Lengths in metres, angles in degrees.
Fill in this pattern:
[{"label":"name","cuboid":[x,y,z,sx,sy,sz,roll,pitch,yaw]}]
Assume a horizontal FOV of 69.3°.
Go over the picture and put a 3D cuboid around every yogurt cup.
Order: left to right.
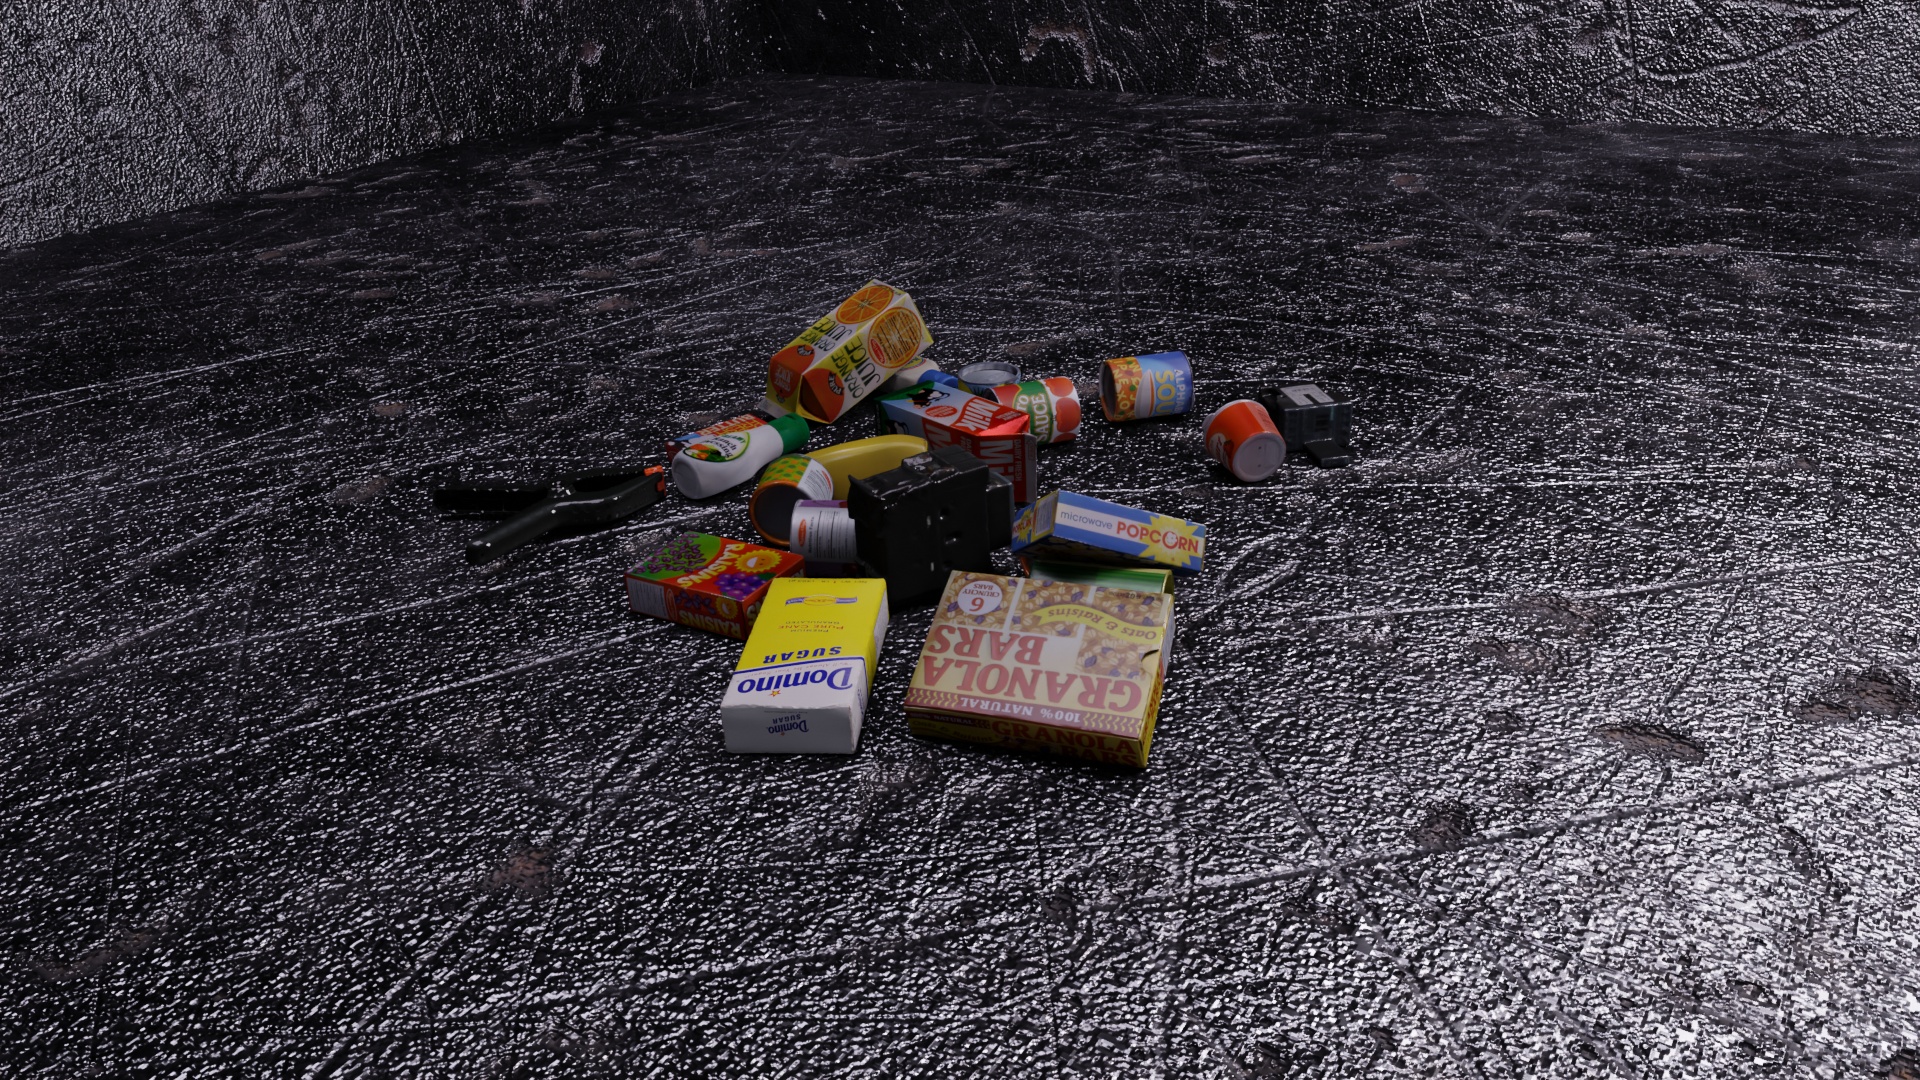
[{"label":"yogurt cup","cuboid":[0.270,-0.091,1.309,0.072,0.072,0.054,-10,35,-12]}]

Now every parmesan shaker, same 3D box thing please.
[{"label":"parmesan shaker","cuboid":[0.105,0.052,1.047,0.103,0.071,0.072,5,28,17]}]

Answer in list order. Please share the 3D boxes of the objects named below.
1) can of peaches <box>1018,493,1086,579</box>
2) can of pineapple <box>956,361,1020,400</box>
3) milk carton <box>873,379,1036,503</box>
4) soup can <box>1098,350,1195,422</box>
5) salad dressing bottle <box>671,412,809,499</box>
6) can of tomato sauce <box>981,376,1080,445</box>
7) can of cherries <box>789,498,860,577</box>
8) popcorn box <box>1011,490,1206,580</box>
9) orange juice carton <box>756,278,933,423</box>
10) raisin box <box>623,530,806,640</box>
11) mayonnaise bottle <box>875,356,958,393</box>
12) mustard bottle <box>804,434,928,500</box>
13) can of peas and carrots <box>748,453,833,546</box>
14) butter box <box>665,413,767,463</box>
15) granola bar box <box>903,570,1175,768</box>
[{"label":"can of peaches","cuboid":[0.084,0.003,1.136,0.058,0.071,0.071,-15,29,-21]},{"label":"can of pineapple","cuboid":[0.031,-0.148,1.451,0.071,0.057,0.071,-3,27,2]},{"label":"milk carton","cuboid":[0.006,-0.092,1.327,0.074,0.072,0.191,-24,34,-35]},{"label":"soup can","cuboid":[0.194,-0.159,1.446,0.084,0.071,0.071,-8,27,-9]},{"label":"salad dressing bottle","cuboid":[-0.214,-0.087,1.373,0.064,0.043,0.148,23,37,34]},{"label":"can of tomato sauce","cuboid":[0.071,-0.127,1.395,0.083,0.071,0.071,-11,28,-16]},{"label":"can of cherries","cuboid":[-0.108,-0.002,1.173,0.058,0.071,0.072,0,27,7]},{"label":"popcorn box","cuboid":[0.112,0.000,1.063,0.127,0.038,0.085,13,-15,-16]},{"label":"orange juice carton","cuboid":[-0.132,-0.194,1.505,0.193,0.072,0.072,-40,39,-15]},{"label":"raisin box","cuboid":[-0.199,0.036,1.137,0.123,0.040,0.086,11,29,28]},{"label":"mayonnaise bottle","cuboid":[-0.057,-0.182,1.544,0.065,0.041,0.148,-28,35,-30]},{"label":"mustard bottle","cuboid":[-0.107,-0.061,1.290,0.160,0.065,0.049,-5,14,3]},{"label":"can of peas and carrots","cuboid":[-0.153,-0.035,1.243,0.071,0.070,0.059,0,27,7]},{"label":"butter box","cuboid":[-0.244,-0.099,1.421,0.104,0.024,0.053,-25,35,-35]},{"label":"granola bar box","cuboid":[0.057,0.086,0.966,0.165,0.038,0.125,6,50,17]}]
